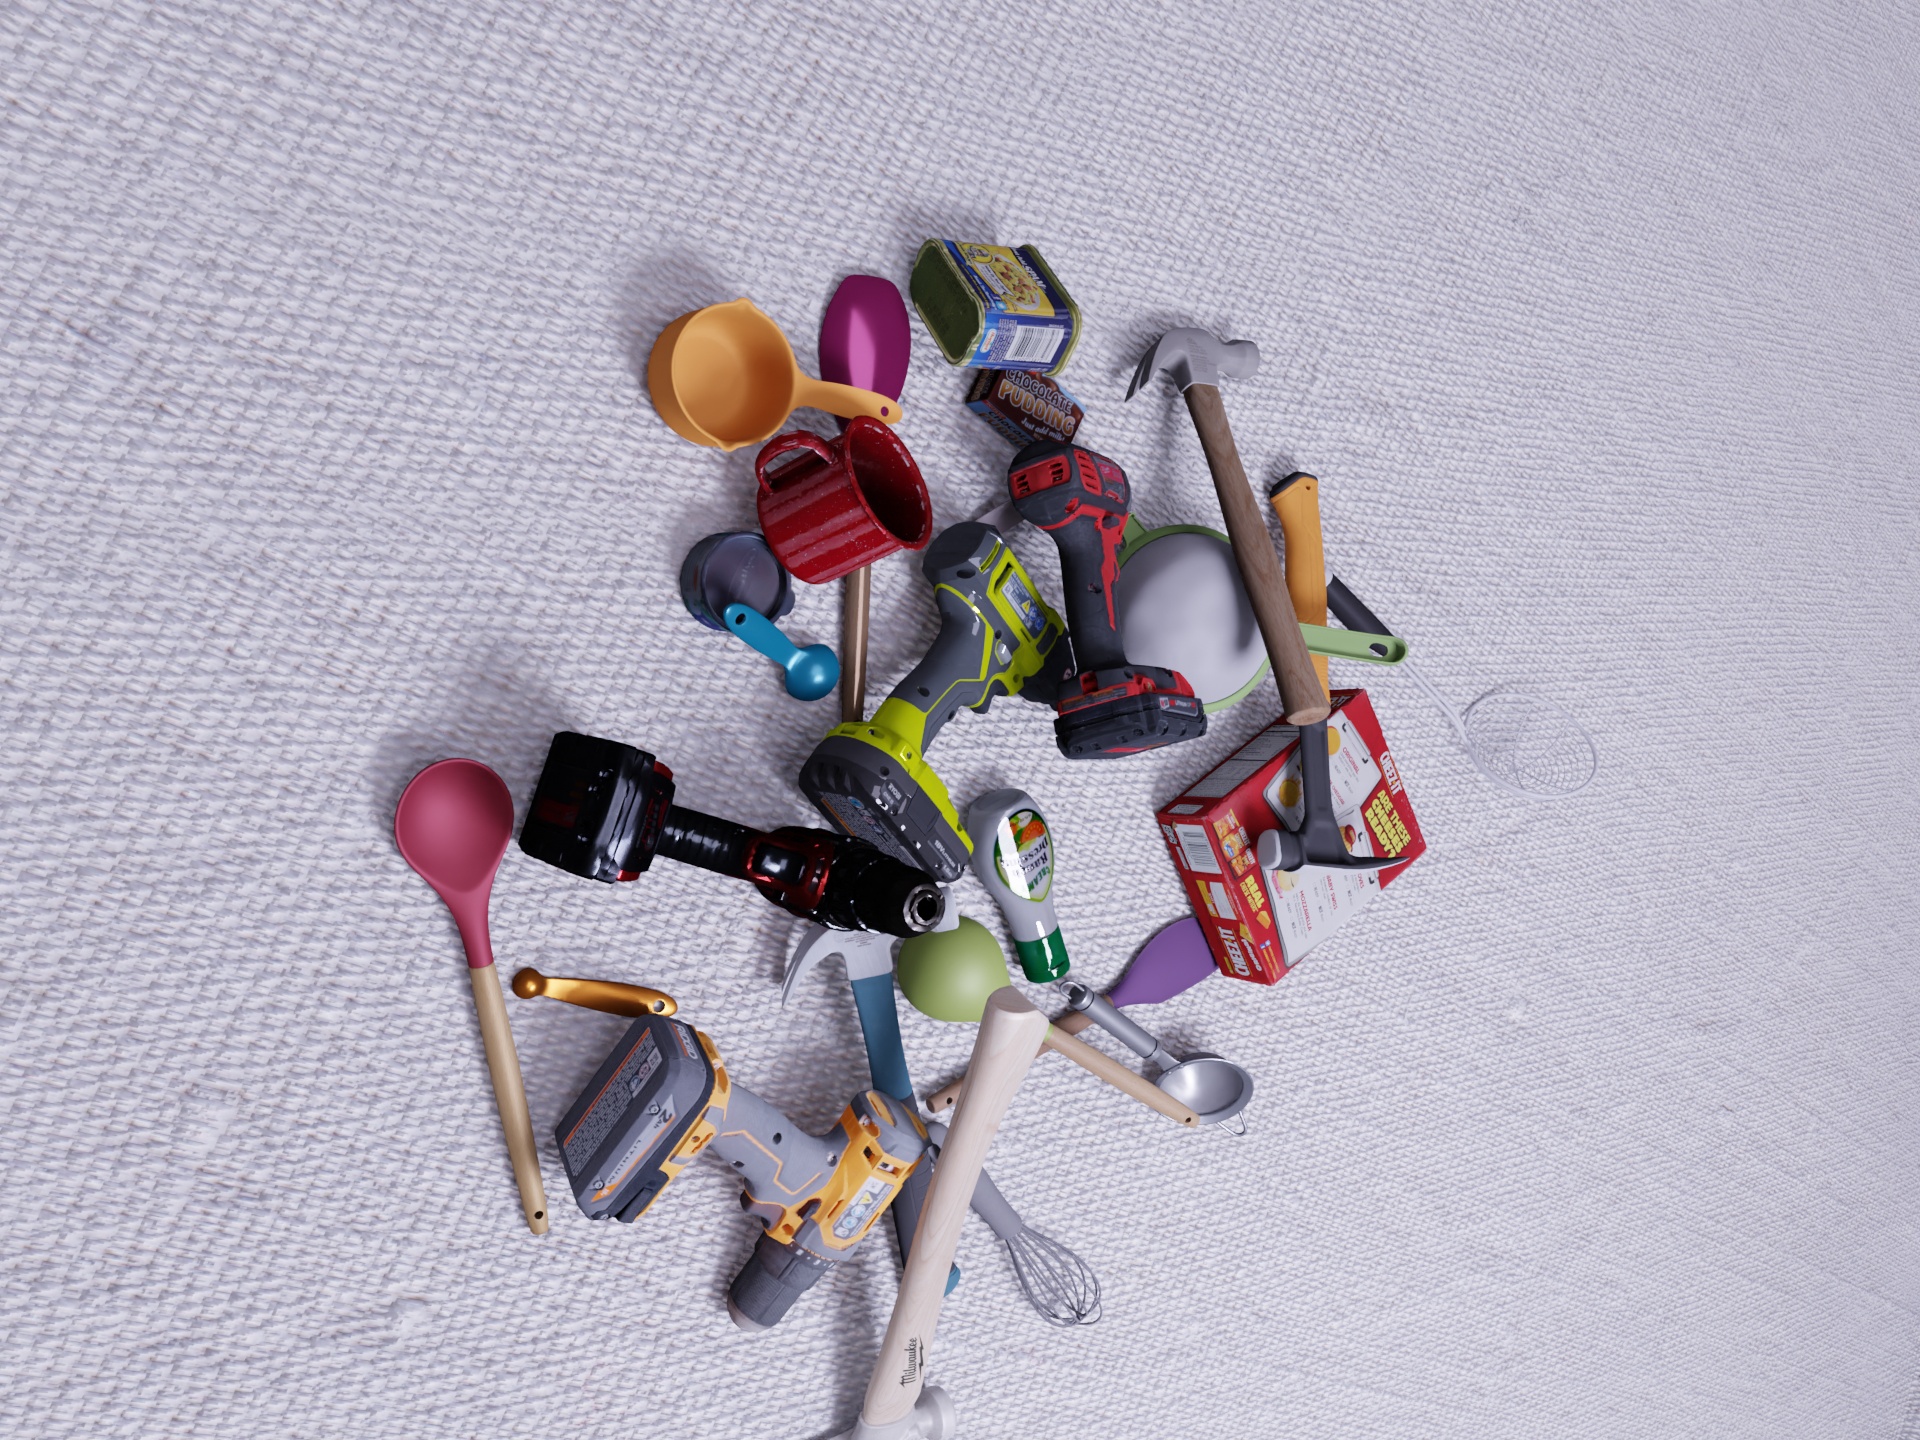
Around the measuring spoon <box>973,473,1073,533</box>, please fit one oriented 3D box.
[{"bbox_3d":[0.047,-0.164,1.181,0.124,0.018,0.034,-32,125,-22],"label":"measuring spoon"}]

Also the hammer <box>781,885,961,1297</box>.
[{"bbox_3d":[-0.044,0.276,1.127,0.128,0.033,0.330,-10,111,-2],"label":"hammer"}]

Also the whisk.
[{"bbox_3d":[0.039,0.388,1.219,0.055,0.055,0.238,-46,116,-23],"label":"whisk"}]

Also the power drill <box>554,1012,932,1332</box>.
[{"bbox_3d":[-0.151,0.303,1.038,0.226,0.084,0.185,32,97,-35],"label":"power drill"}]

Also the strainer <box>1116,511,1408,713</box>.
[{"bbox_3d":[0.235,-0.074,1.228,0.256,0.069,0.151,8,83,-9],"label":"strainer"}]

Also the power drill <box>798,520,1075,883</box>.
[{"bbox_3d":[-0.002,-0.004,1.114,0.223,0.080,0.171,-58,131,-25],"label":"power drill"}]

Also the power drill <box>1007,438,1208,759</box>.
[{"bbox_3d":[0.104,-0.087,1.138,0.143,0.078,0.220,2,74,-62],"label":"power drill"}]

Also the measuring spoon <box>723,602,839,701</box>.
[{"bbox_3d":[-0.114,-0.044,1.037,0.042,0.021,0.128,-54,148,-2],"label":"measuring spoon"}]

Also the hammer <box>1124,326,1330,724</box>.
[{"bbox_3d":[0.211,-0.152,1.197,0.130,0.031,0.331,-1,67,-32],"label":"hammer"}]

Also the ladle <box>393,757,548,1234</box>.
[{"bbox_3d":[-0.284,0.172,0.967,0.069,0.031,0.315,-14,106,-25],"label":"ladle"}]

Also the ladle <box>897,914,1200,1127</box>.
[{"bbox_3d":[0.077,0.241,1.213,0.319,0.062,0.078,36,95,-33],"label":"ladle"}]

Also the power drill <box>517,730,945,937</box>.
[{"bbox_3d":[-0.133,0.081,0.971,0.226,0.188,0.080,21,82,-32],"label":"power drill"}]

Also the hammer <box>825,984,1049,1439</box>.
[{"bbox_3d":[-0.025,0.359,1.082,0.146,0.038,0.410,-5,120,-38],"label":"hammer"}]

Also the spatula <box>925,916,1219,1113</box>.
[{"bbox_3d":[0.098,0.232,1.260,0.316,0.018,0.059,-23,105,-33],"label":"spatula"}]

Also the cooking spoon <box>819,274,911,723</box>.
[{"bbox_3d":[-0.068,-0.143,1.091,0.068,0.017,0.319,0,97,-30],"label":"cooking spoon"}]

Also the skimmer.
[{"bbox_3d":[0.450,-0.044,1.441,0.363,0.090,0.127,38,41,-31],"label":"skimmer"}]

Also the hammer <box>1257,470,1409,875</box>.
[{"bbox_3d":[0.293,-0.041,1.298,0.127,0.034,0.337,5,75,-24],"label":"hammer"}]

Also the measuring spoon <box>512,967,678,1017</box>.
[{"bbox_3d":[-0.230,0.176,1.015,0.116,0.011,0.021,18,85,-36],"label":"measuring spoon"}]

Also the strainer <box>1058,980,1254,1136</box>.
[{"bbox_3d":[0.158,0.265,1.282,0.258,0.087,0.050,41,27,-36],"label":"strainer"}]

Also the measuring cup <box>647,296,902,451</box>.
[{"bbox_3d":[-0.120,-0.213,1.027,0.173,0.052,0.095,5,92,-39],"label":"measuring cup"}]
